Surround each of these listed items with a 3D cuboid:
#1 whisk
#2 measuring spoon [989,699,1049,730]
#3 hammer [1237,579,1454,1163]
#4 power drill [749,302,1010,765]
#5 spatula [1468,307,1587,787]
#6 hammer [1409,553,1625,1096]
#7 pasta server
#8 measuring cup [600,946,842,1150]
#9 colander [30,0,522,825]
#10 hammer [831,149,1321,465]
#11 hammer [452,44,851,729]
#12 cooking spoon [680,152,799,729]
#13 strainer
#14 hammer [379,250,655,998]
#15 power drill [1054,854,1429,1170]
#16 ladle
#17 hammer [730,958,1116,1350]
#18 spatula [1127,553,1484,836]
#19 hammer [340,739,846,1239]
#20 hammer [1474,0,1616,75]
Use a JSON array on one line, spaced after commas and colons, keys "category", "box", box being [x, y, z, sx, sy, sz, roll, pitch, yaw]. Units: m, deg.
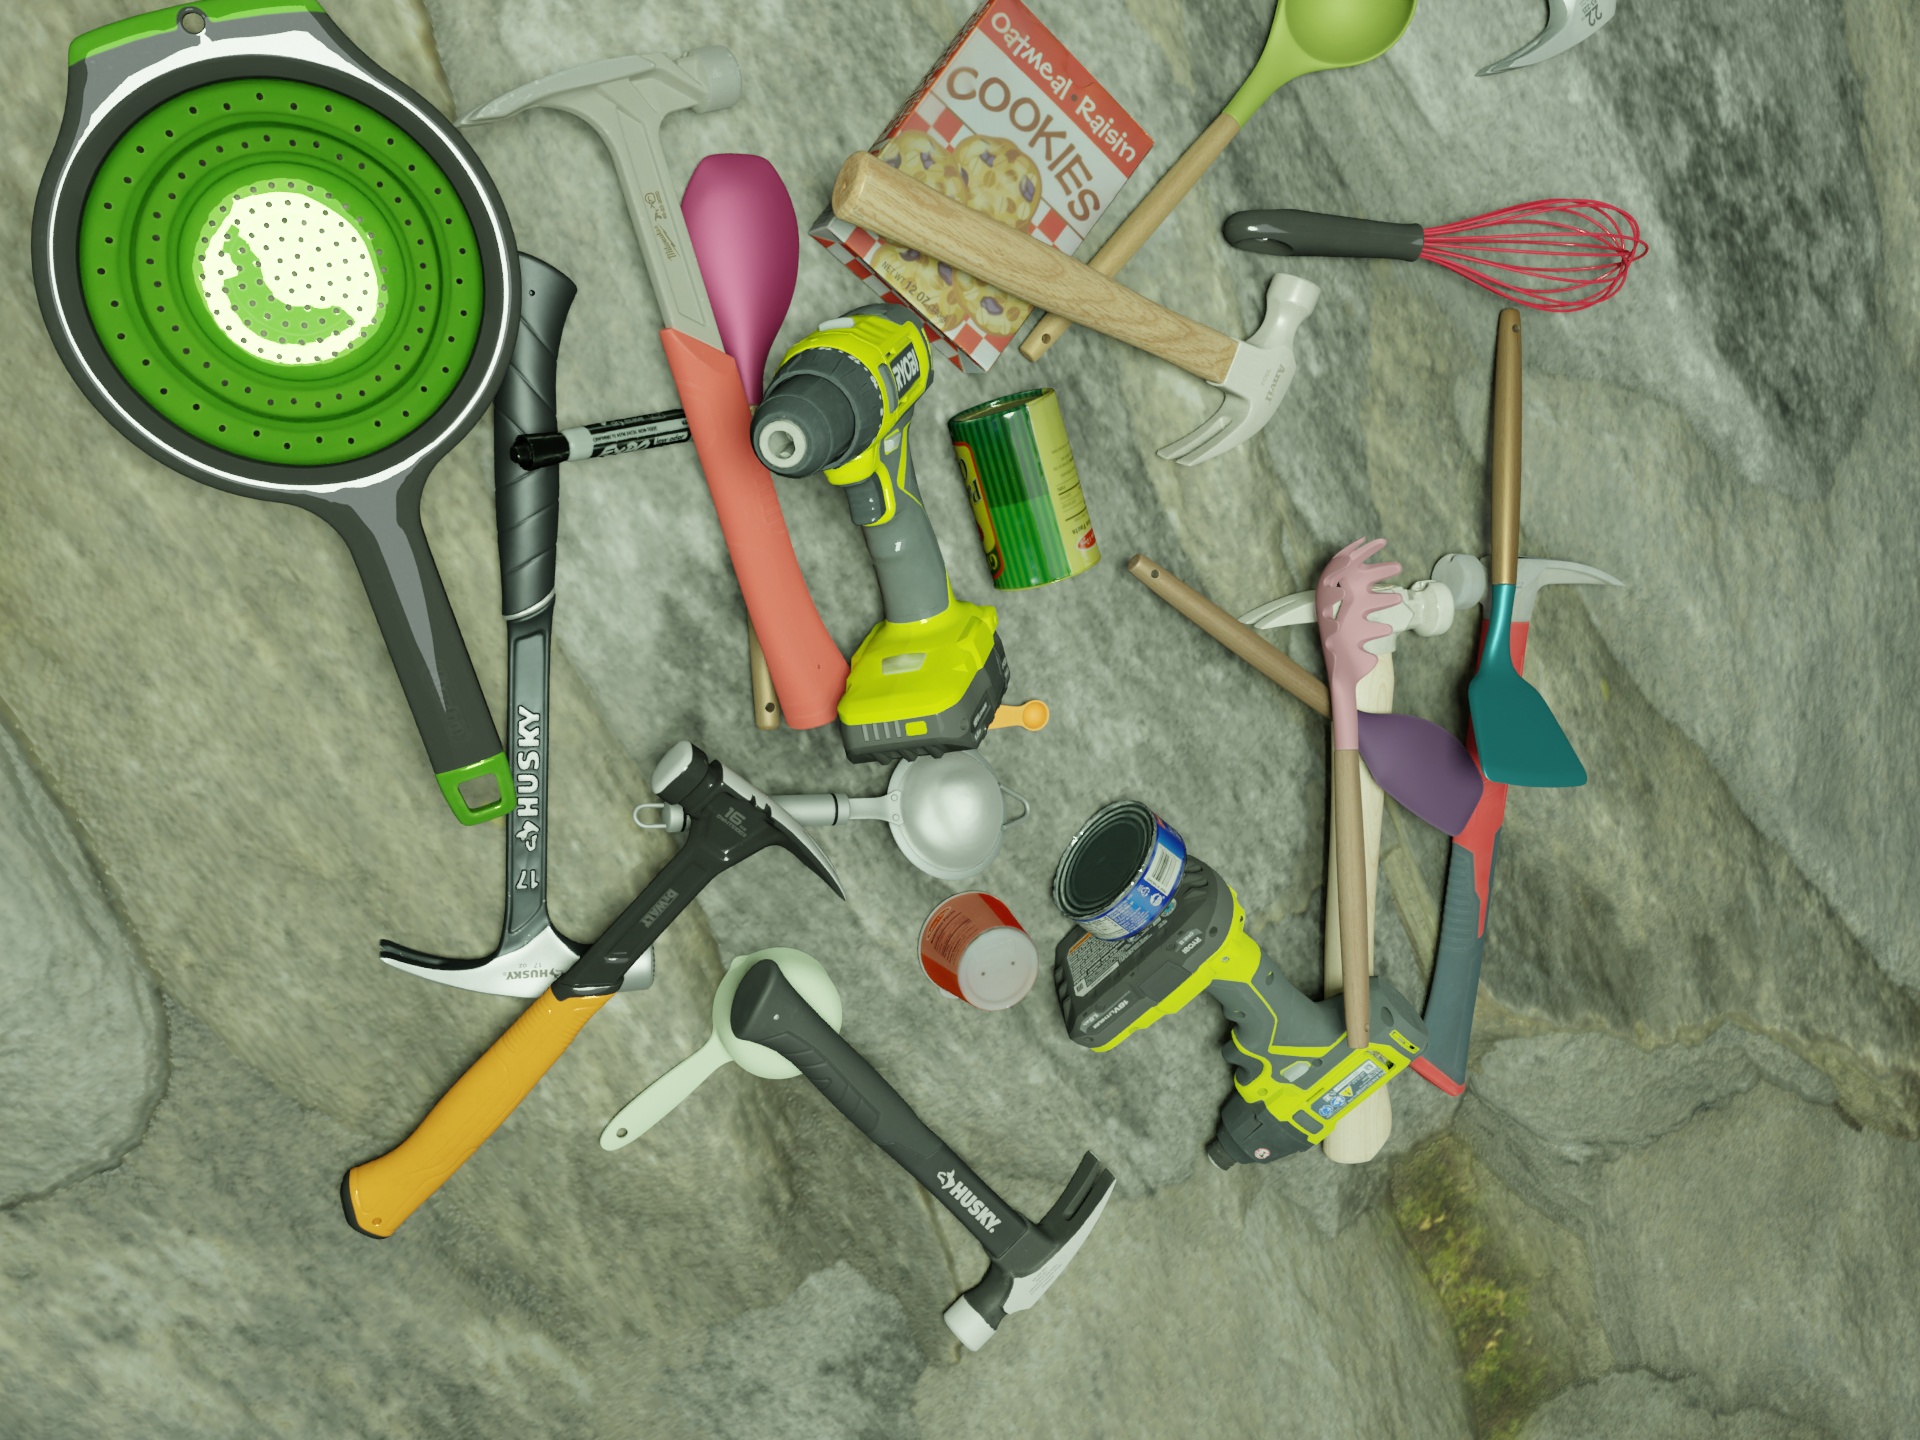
[{"category": "whisk", "box": [0.303, -0.299, 1.002, 0.295, 0.073, 0.073, -1, 102, -16]}, {"category": "measuring spoon", "box": [-0.002, -0.003, 0.976, 0.117, 0.011, 0.021, -1, 102, -17]}, {"category": "hammer", "box": [0.260, 0.113, 1.087, 0.146, 0.038, 0.410, -7, 104, -18]}, {"category": "power drill", "box": [-0.044, -0.096, 0.848, 0.080, 0.191, 0.228, -8, 113, 16]}, {"category": "spatula", "box": [0.363, -0.115, 1.036, 0.082, 0.044, 0.317, 3, 86, -20]}, {"category": "hammer", "box": [0.378, 0.077, 1.124, 0.143, 0.038, 0.386, 0, 102, -23]}, {"category": "pasta server", "box": [0.248, 0.045, 0.991, 0.060, 0.040, 0.316, 1, 86, -40]}, {"category": "measuring cup", "box": [-0.143, 0.206, 0.948, 0.167, 0.038, 0.083, -38, 112, -12]}, {"category": "colander", "box": [-0.300, -0.137, 0.786, 0.204, 0.095, 0.396, -19, 112, -14]}, {"category": "hammer", "box": [0.070, -0.238, 0.900, 0.331, 0.031, 0.130, 13, 102, -37]}, {"category": "hammer", "box": [-0.135, -0.159, 0.840, 0.149, 0.037, 0.358, -28, 114, -32]}, {"category": "cooking spoon", "box": [-0.116, -0.151, 0.892, 0.068, 0.017, 0.318, -7, 103, -21]}, {"category": "strainer", "box": [-0.064, 0.053, 0.932, 0.258, 0.050, 0.087, -1, 78, -25]}, {"category": "hammer", "box": [-0.239, -0.043, 0.861, 0.149, 0.036, 0.409, -1, 102, -20]}, {"category": "power drill", "box": [0.174, 0.200, 1.037, 0.223, 0.080, 0.171, 38, 108, -24]}, {"category": "ladle", "box": [0.147, -0.334, 0.935, 0.078, 0.062, 0.320, 42, 88, -23]}, {"category": "hammer", "box": [-0.028, 0.256, 0.982, 0.146, 0.035, 0.334, -43, 122, -8]}, {"category": "spatula", "box": [0.227, -0.019, 1.016, 0.315, 0.018, 0.060, 32, 83, -23]}, {"category": "hammer", "box": [-0.216, 0.166, 0.880, 0.337, 0.034, 0.127, -46, 117, 7]}, {"category": "hammer", "box": [0.274, -0.573, 0.941, 0.144, 0.035, 0.405, -47, 113, -6]}]
